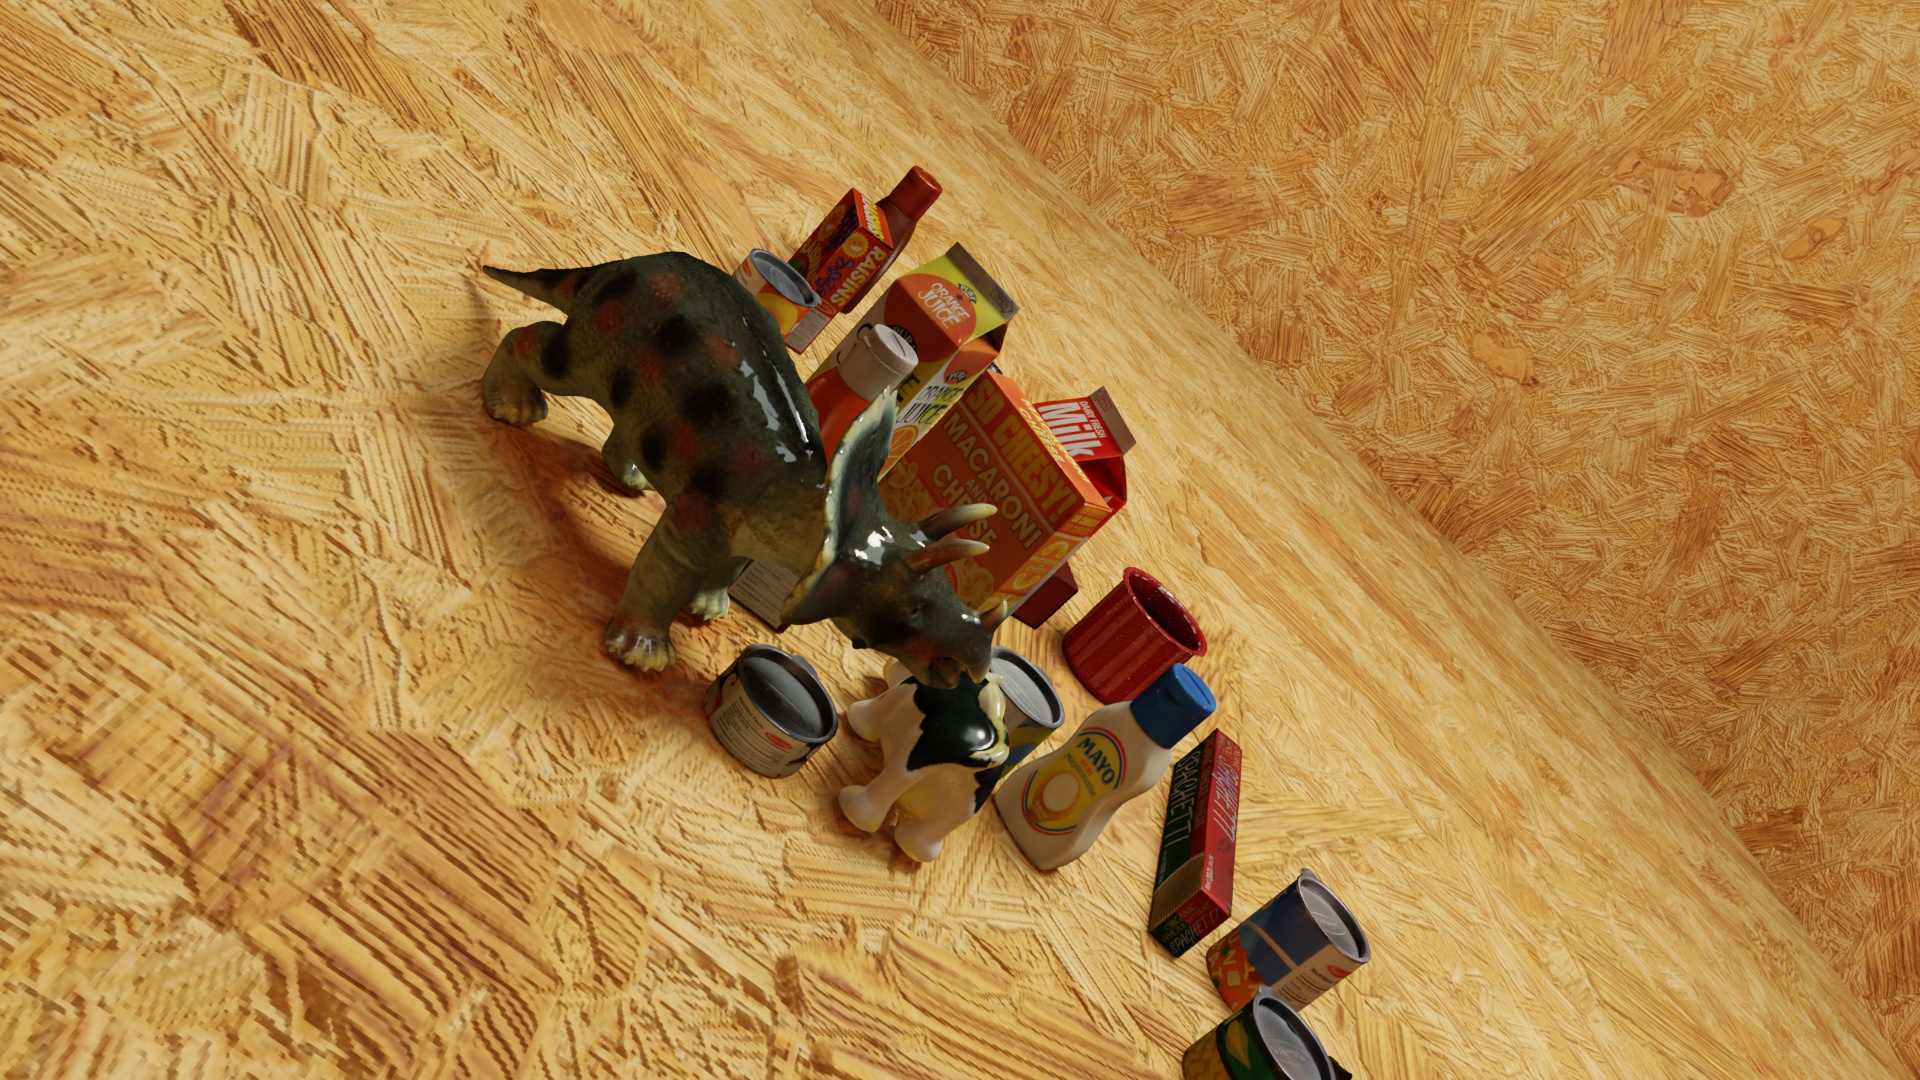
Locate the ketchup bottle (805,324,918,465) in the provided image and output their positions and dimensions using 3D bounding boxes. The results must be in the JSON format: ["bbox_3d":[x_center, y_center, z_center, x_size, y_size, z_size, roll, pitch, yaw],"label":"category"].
[{"bbox_3d":[-0.089,-0.075,0.898,0.043,0.148,0.065,25,28,-43],"label":"ketchup bottle"}]

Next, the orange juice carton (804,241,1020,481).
[{"bbox_3d":[-0.043,-0.125,1.015,0.072,0.192,0.073,50,21,14],"label":"orange juice carton"}]

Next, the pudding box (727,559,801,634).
[{"bbox_3d":[-0.121,0.010,0.820,0.083,0.049,0.030,39,21,-15],"label":"pudding box"}]

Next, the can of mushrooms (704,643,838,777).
[{"bbox_3d":[-0.099,0.089,0.735,0.071,0.033,0.071,38,22,-18],"label":"can of mushrooms"}]

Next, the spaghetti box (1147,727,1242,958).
[{"bbox_3d":[0.171,0.206,0.990,0.028,0.050,0.251,44,21,-3],"label":"spaghetti box"}]

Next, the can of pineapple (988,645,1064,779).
[{"bbox_3d":[0.025,0.111,0.888,0.071,0.057,0.071,38,22,-18],"label":"can of pineapple"}]

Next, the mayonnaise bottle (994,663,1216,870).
[{"bbox_3d":[0.089,0.133,0.839,0.041,0.147,0.065,11,39,-56],"label":"mayonnaise bottle"}]

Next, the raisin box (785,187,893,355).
[{"bbox_3d":[-0.113,-0.228,1.174,0.040,0.123,0.086,34,23,-28],"label":"raisin box"}]

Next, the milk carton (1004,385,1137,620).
[{"bbox_3d":[0.048,-0.026,1.001,0.073,0.190,0.072,28,26,-38],"label":"milk carton"}]

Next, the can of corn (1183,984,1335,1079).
[{"bbox_3d":[0.170,0.302,0.798,0.071,0.058,0.071,38,22,-18],"label":"can of corn"}]

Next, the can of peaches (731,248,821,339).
[{"bbox_3d":[-0.157,-0.189,1.112,0.071,0.058,0.071,38,22,-18],"label":"can of peaches"}]

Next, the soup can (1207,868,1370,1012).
[{"bbox_3d":[0.212,0.267,0.906,0.071,0.083,0.072,38,22,-18],"label":"soup can"}]

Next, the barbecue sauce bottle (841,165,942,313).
[{"bbox_3d":[-0.078,-0.287,1.313,0.043,0.148,0.065,25,28,-42],"label":"barbecue sauce bottle"}]

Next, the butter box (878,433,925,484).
[{"bbox_3d":[-0.024,-0.039,1.085,0.103,0.053,0.024,48,21,9],"label":"butter box"}]

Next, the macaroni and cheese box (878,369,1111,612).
[{"bbox_3d":[0.003,-0.012,0.925,0.040,0.166,0.124,12,38,-55],"label":"macaroni and cheese box"}]
